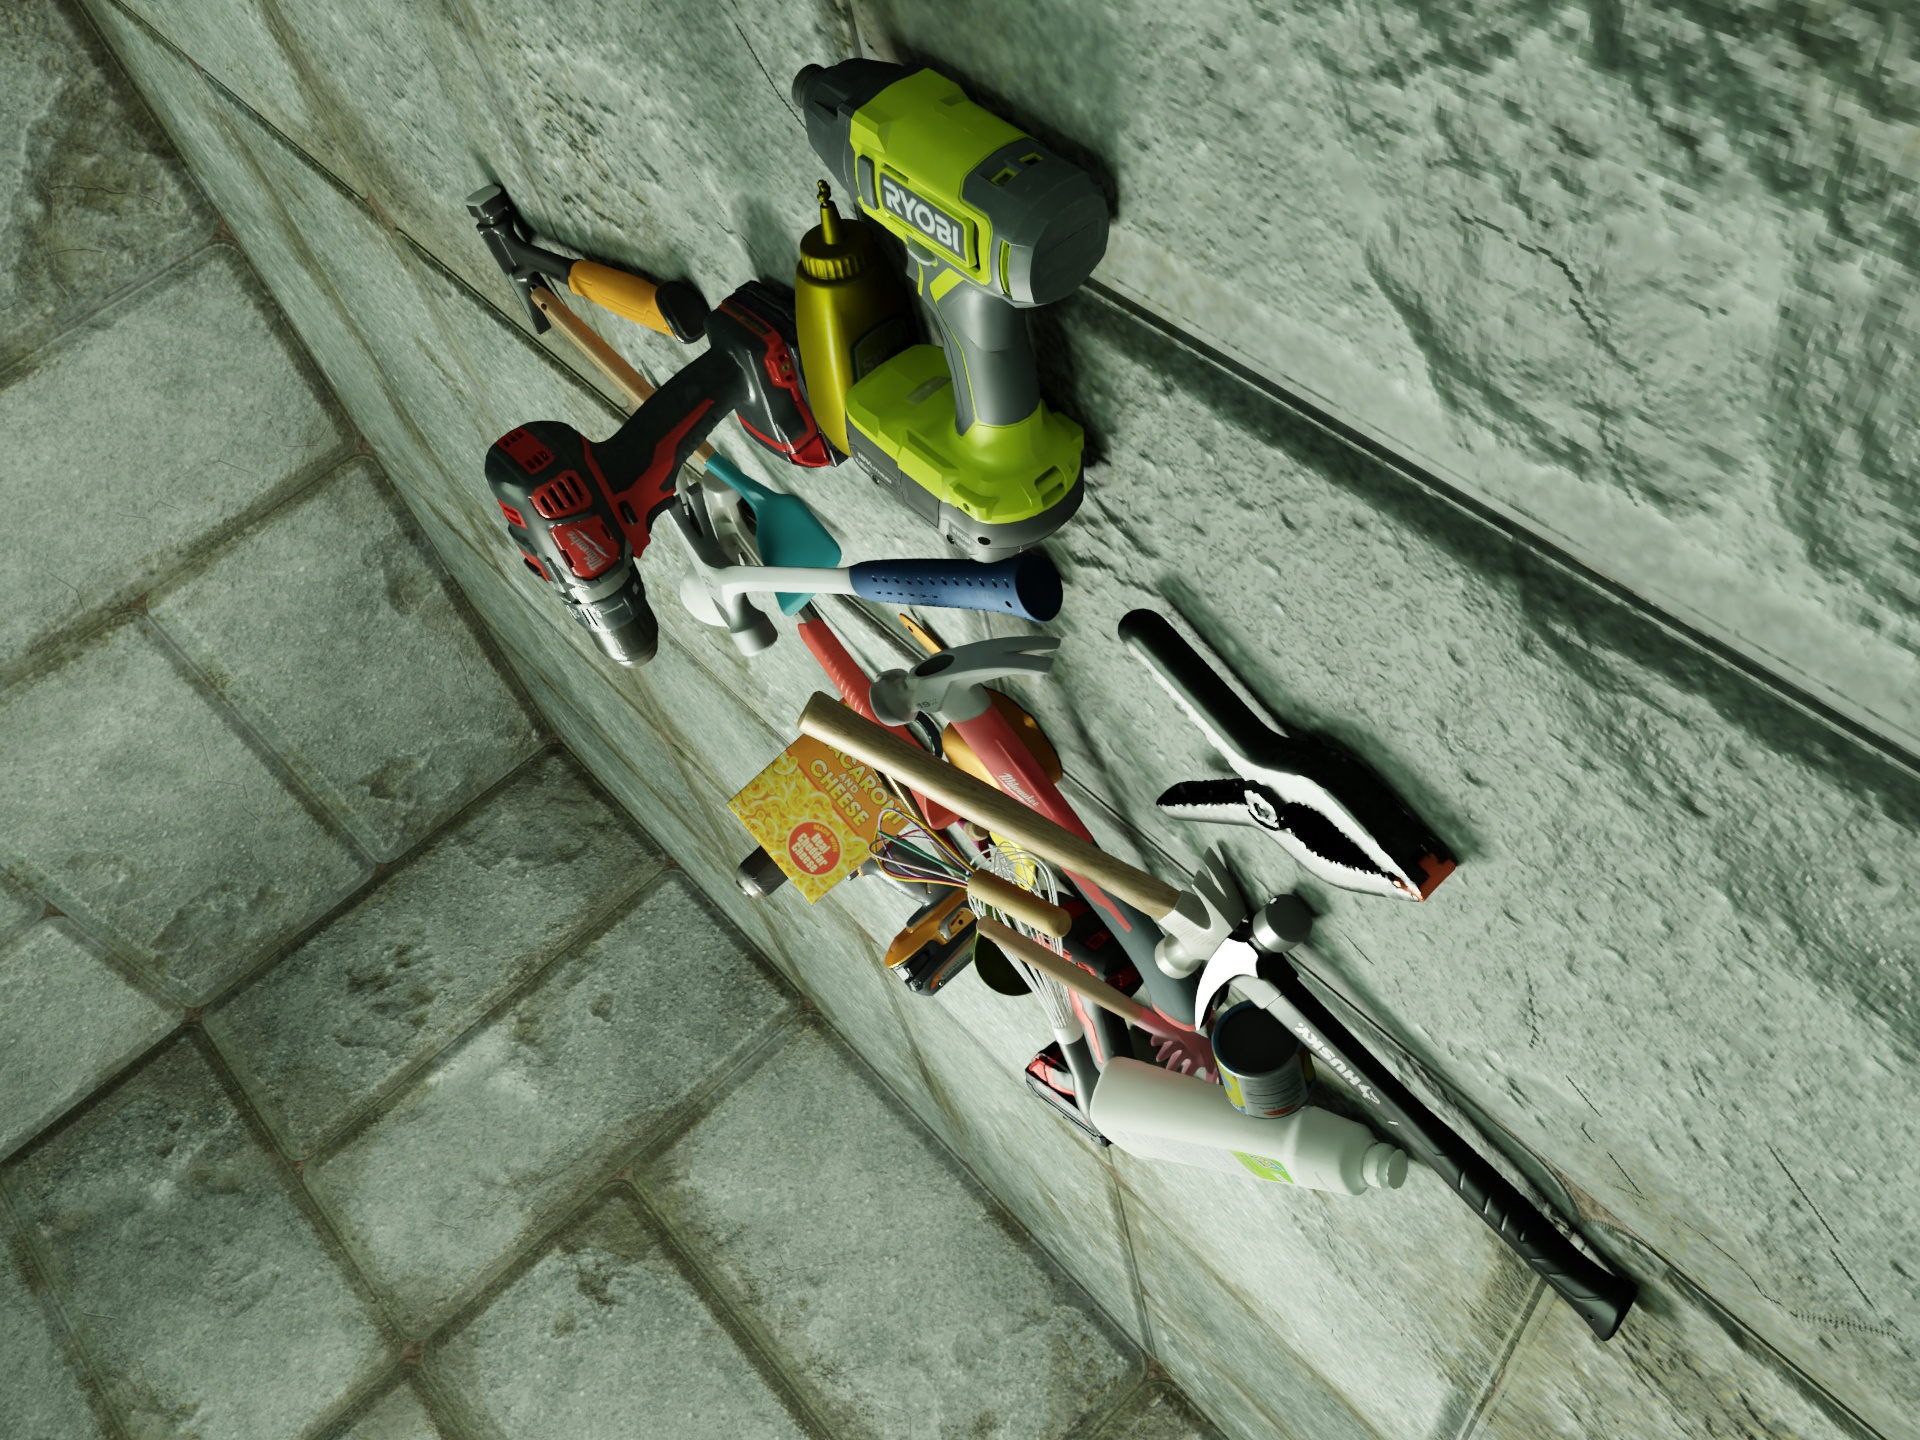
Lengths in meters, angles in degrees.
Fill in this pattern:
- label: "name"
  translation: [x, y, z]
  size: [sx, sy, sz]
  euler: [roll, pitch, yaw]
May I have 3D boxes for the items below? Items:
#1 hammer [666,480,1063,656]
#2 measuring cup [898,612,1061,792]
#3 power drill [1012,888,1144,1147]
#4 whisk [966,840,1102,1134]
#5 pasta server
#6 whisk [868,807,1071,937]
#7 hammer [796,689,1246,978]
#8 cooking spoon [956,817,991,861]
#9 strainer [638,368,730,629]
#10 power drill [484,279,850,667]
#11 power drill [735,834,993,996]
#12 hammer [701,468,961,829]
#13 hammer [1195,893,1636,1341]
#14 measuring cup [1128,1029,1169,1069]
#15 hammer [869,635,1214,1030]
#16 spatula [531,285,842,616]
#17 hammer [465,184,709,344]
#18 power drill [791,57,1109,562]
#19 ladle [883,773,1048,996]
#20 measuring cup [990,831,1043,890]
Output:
- label: "hammer"
  translation: [-0.078, -0.100, 1.094]
  size: [0.406, 0.035, 0.144]
  euler: [8, 133, 53]
- label: "measuring cup"
  translation: [-0.002, -0.004, 1.182]
  size: [0.173, 0.052, 0.095]
  euler: [46, 163, 6]
- label: "power drill"
  translation: [0.102, 0.244, 1.358]
  size: [0.143, 0.078, 0.219]
  euler: [29, 140, 44]
- label: "whisk"
  translation: [0.075, 0.217, 1.258]
  size: [0.070, 0.070, 0.284]
  euler: [21, 137, 58]
- label: "pasta server"
  translation: [0.117, 0.224, 1.226]
  size: [0.060, 0.040, 0.316]
  euler: [3, 155, 49]
- label: "whisk"
  translation: [0.002, 0.118, 1.180]
  size: [0.051, 0.047, 0.245]
  euler: [43, 167, -34]
- label: "hammer"
  translation: [0.042, 0.070, 1.064]
  size: [0.331, 0.031, 0.130]
  euler: [29, 148, -5]
- label: "cooking spoon"
  translation: [0.011, 0.089, 1.305]
  size: [0.069, 0.017, 0.319]
  euler: [50, 177, 2]
- label: "strainer"
  translation: [-0.236, -0.175, 1.364]
  size: [0.087, 0.050, 0.258]
  euler: [-94, -11, -70]
- label: "power drill"
  translation: [-0.174, -0.150, 1.008]
  size: [0.080, 0.227, 0.187]
  euler: [38, 159, 35]
- label: "power drill"
  translation: [-0.087, 0.160, 1.526]
  size: [0.226, 0.185, 0.084]
  euler: [50, 175, -9]
- label: "hammer"
  translation: [-0.104, -0.049, 1.290]
  size: [0.359, 0.037, 0.149]
  euler: [52, 165, 27]
- label: "hammer"
  translation: [0.287, 0.258, 1.004]
  size: [0.335, 0.035, 0.146]
  euler: [44, 147, 9]
- label: "measuring cup"
  translation: [0.189, 0.327, 1.431]
  size: [0.168, 0.038, 0.083]
  euler: [17, 143, 58]
- label: "hammer"
  translation: [0.096, 0.093, 1.126]
  size: [0.143, 0.038, 0.386]
  euler: [-13, 129, 36]
- label: "spatula"
  translation: [-0.217, -0.218, 1.230]
  size: [0.317, 0.044, 0.082]
  euler: [43, 127, -4]
- label: "hammer"
  translation: [-0.283, -0.333, 1.232]
  size: [0.337, 0.034, 0.127]
  euler: [32, 154, 46]
- label: "power drill"
  translation: [-0.008, -0.196, 0.759]
  size: [0.171, 0.080, 0.223]
  euler: [40, 157, 27]
- label: "ladle"
  translation: [0.000, 0.137, 1.405]
  size: [0.319, 0.078, 0.062]
  euler: [58, -170, -41]
- label: "measuring cup"
  translation: [0.048, 0.120, 1.356]
  size: [0.062, 0.029, 0.156]
  euler: [43, 159, 22]
